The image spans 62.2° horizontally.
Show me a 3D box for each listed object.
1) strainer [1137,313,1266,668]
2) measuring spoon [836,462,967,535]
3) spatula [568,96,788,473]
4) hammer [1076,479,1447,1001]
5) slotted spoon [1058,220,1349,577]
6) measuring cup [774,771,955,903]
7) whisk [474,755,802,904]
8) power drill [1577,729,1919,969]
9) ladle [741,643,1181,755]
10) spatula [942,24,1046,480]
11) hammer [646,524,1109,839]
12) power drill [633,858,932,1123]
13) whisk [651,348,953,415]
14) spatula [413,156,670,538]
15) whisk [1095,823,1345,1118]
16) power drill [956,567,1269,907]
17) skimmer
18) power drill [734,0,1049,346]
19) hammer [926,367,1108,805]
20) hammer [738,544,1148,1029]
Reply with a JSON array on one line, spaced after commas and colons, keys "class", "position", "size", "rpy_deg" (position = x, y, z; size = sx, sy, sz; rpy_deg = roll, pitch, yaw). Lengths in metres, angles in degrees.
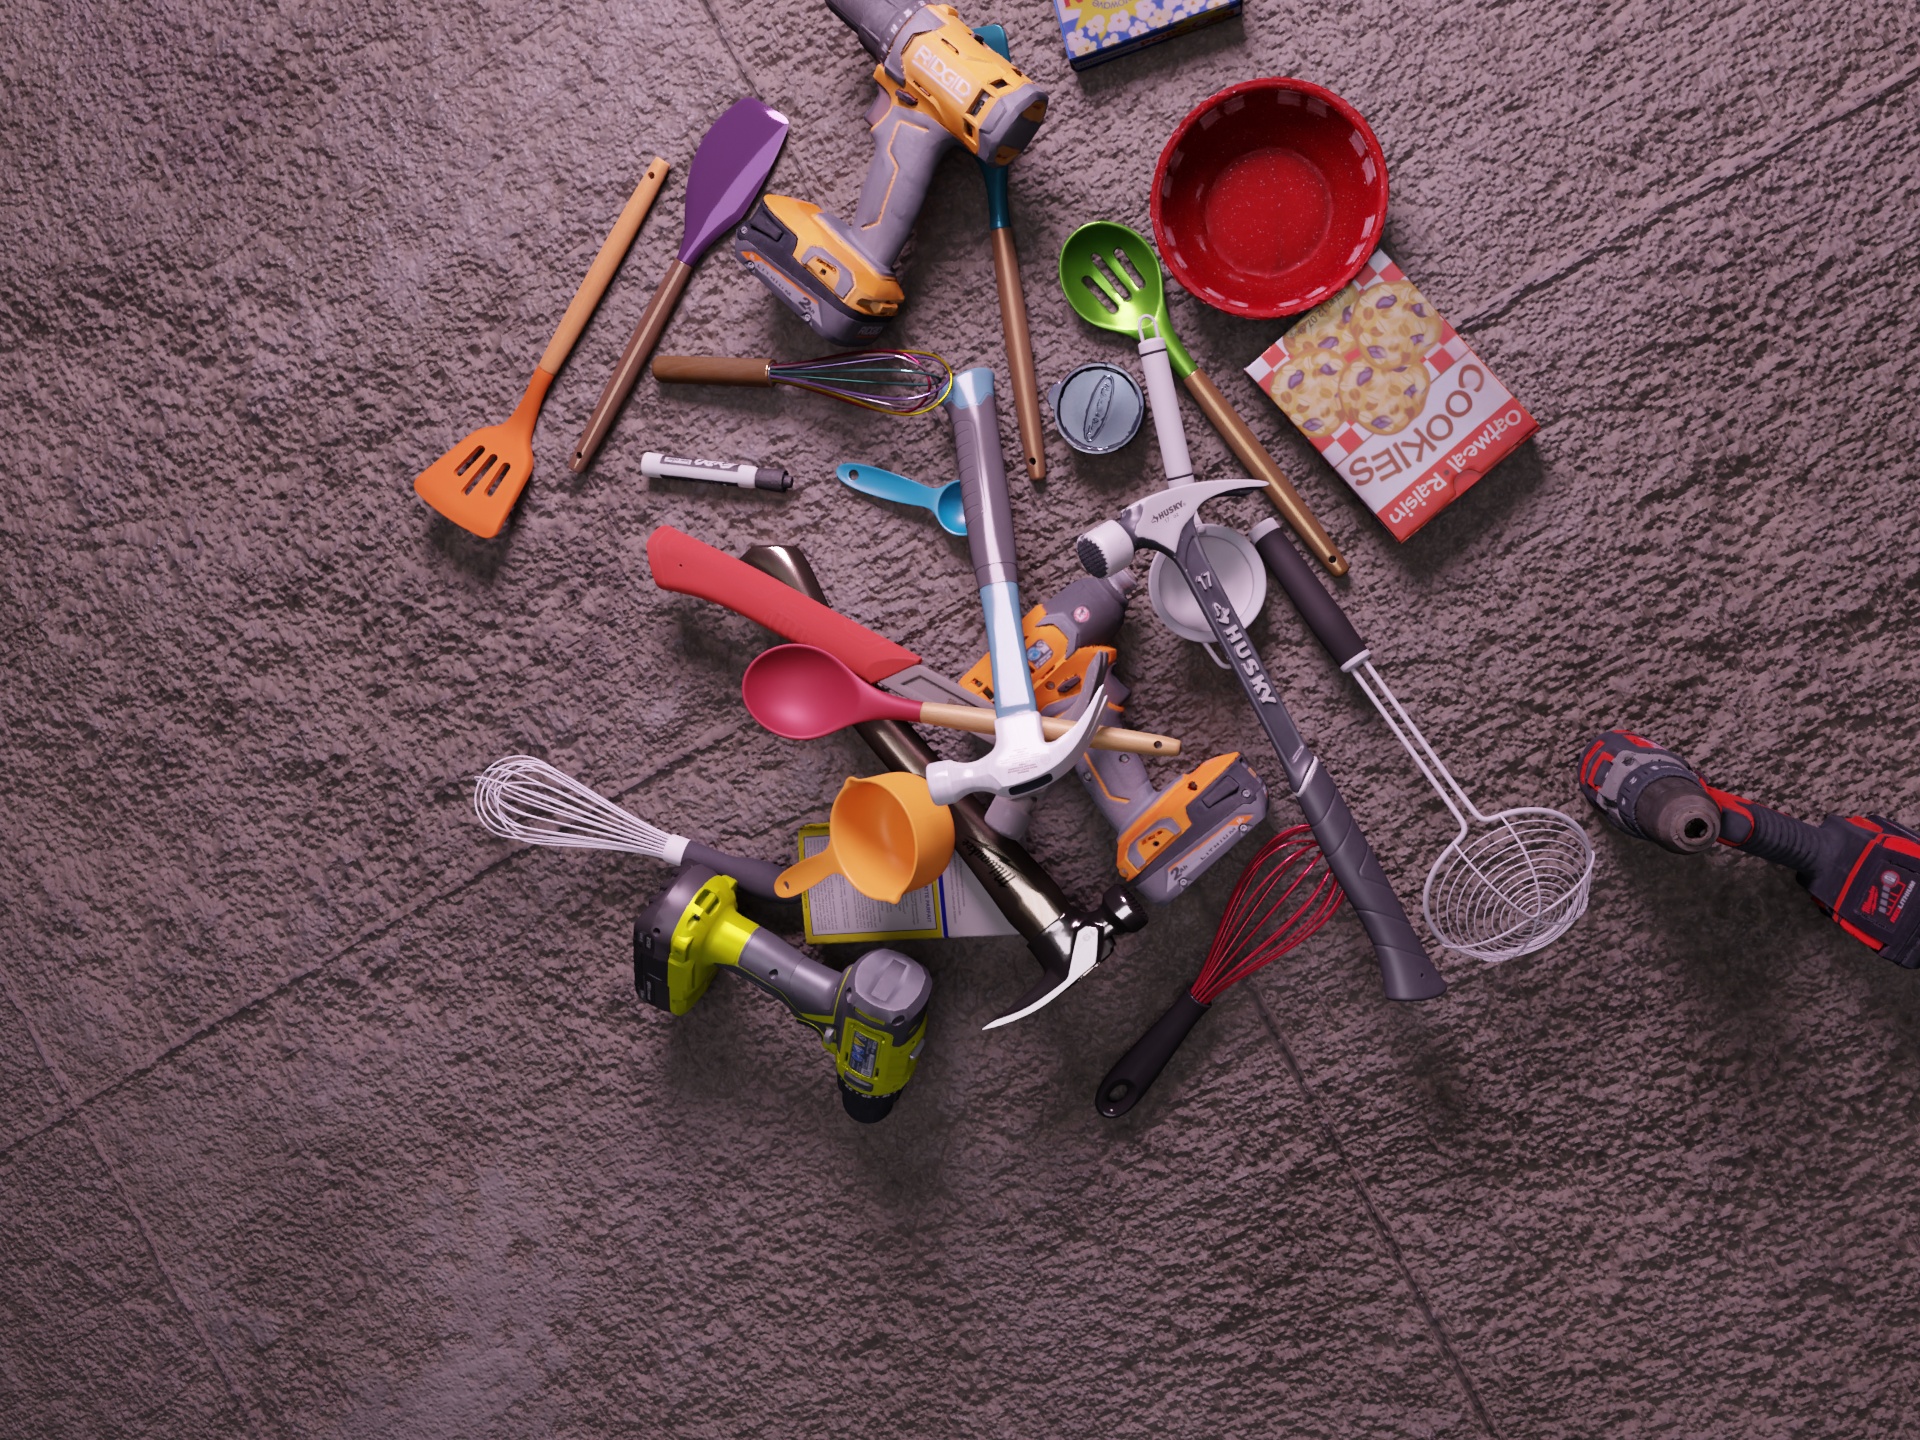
[{"class": "strainer", "position": [0.162, -0.164, 1.148], "size": [0.087, 0.050, 0.258], "rpy_deg": [-14, 98, -5]}, {"class": "measuring spoon", "position": [-0.035, -0.174, 1.214], "size": [0.129, 0.021, 0.042], "rpy_deg": [19, 102, 18]}, {"class": "spatula", "position": [-0.227, -0.331, 1.227], "size": [0.060, 0.018, 0.316], "rpy_deg": [32, 101, 9]}, {"class": "hammer", "position": [0.235, 0.019, 1.114], "size": [0.149, 0.036, 0.409], "rpy_deg": [-31, 95, -24]}, {"class": "slotted spoon", "position": [0.181, -0.229, 1.154], "size": [0.070, 0.031, 0.314], "rpy_deg": [-38, 91, 14]}, {"class": "measuring cup", "position": [-0.072, 0.095, 1.167], "size": [0.173, 0.052, 0.095], "rpy_deg": [-30, 79, 44]}, {"class": "whisk", "position": [-0.257, 0.094, 1.273], "size": [0.284, 0.070, 0.070], "rpy_deg": [19, 101, 4]}, {"class": "power drill", "position": [0.530, 0.080, 1.045], "size": [0.226, 0.188, 0.080], "rpy_deg": [23, 102, 4]}, {"class": "ladle", "position": [-0.002, -0.004, 1.119], "size": [0.315, 0.031, 0.069], "rpy_deg": [8, 90, 14]}, {"class": "spatula", "position": [0.027, -0.333, 1.162], "size": [0.082, 0.044, 0.317], "rpy_deg": [-6, 98, 27]}, {"class": "hammer", "position": [-0.074, -0.061, 1.170], "size": [0.359, 0.036, 0.149], "rpy_deg": [29, 98, 14]}, {"class": "power drill", "position": [-0.135, 0.217, 1.228], "size": [0.228, 0.080, 0.190], "rpy_deg": [25, 139, 12]}, {"class": "whisk", "position": [-0.122, -0.257, 1.195], "size": [0.245, 0.051, 0.047], "rpy_deg": [6, 103, 18]}, {"class": "spatula", "position": [-0.314, -0.294, 1.239], "size": [0.081, 0.041, 0.322], "rpy_deg": [34, 102, 6]}, {"class": "whisk", "position": [0.192, 0.194, 1.195], "size": [0.073, 0.073, 0.295], "rpy_deg": [37, 109, 4]}, {"class": "power drill", "position": [0.123, 0.006, 1.171], "size": [0.164, 0.084, 0.226], "rpy_deg": [-44, 84, 13]}, {"class": "skimmer", "position": [0.321, 0.010, 1.156], "size": [0.127, 0.090, 0.363], "rpy_deg": [-35, 80, 9]}, {"class": "power drill", "position": [-0.070, -0.406, 1.133], "size": [0.185, 0.084, 0.226], "rpy_deg": [43, 115, 8]}, {"class": "hammer", "position": [0.024, -0.105, 1.122], "size": [0.128, 0.033, 0.331], "rpy_deg": [-10, 67, 6]}, {"class": "hammer", "position": [-0.044, 0.036, 1.197], "size": [0.146, 0.038, 0.411], "rpy_deg": [-41, 79, 8]}]
